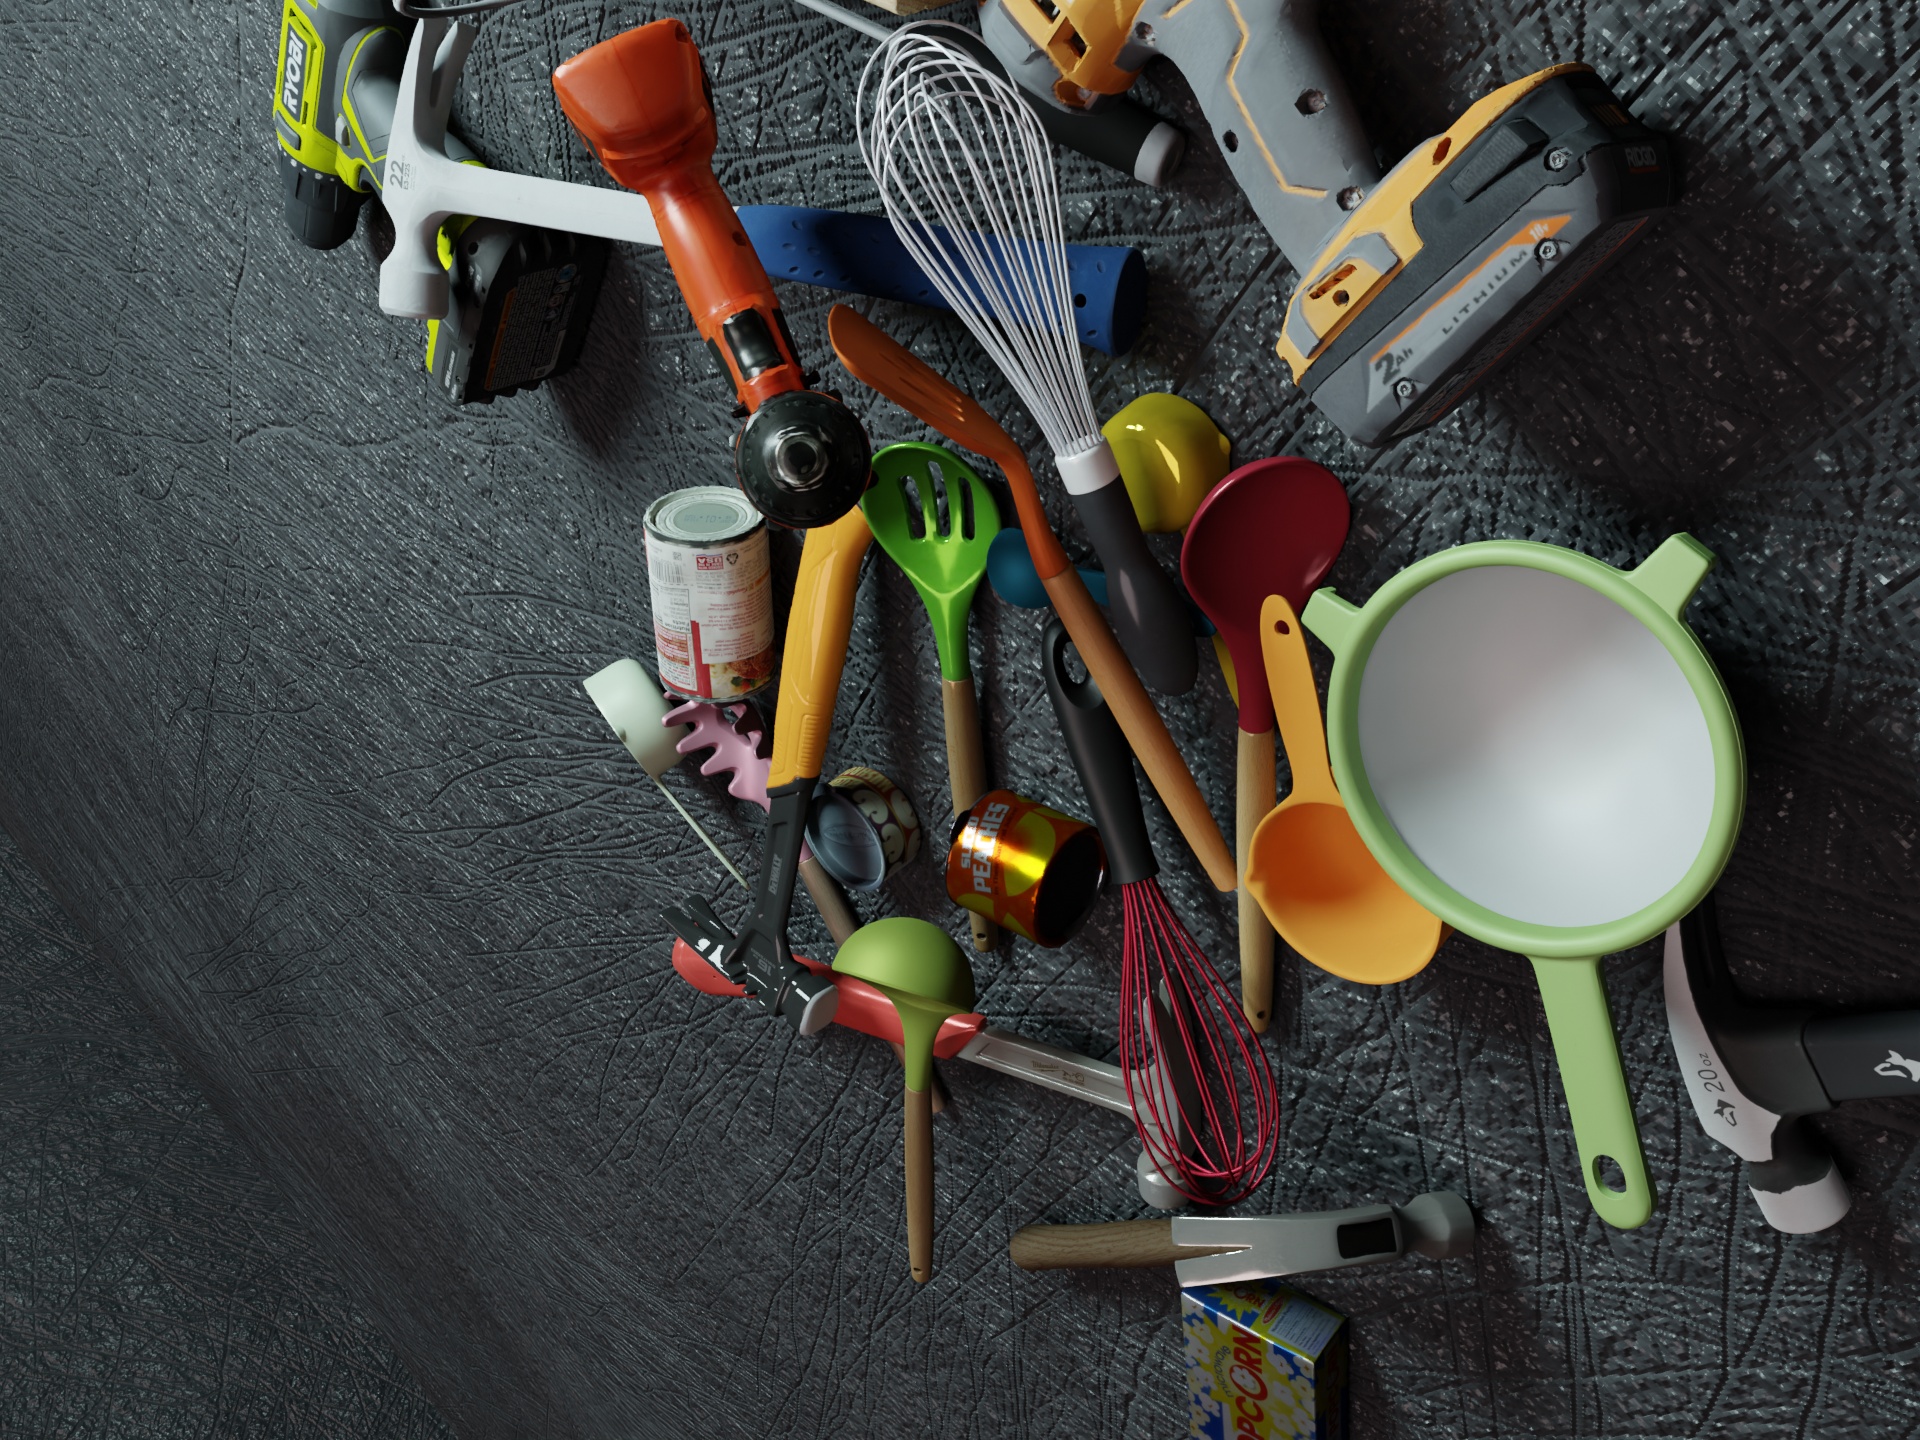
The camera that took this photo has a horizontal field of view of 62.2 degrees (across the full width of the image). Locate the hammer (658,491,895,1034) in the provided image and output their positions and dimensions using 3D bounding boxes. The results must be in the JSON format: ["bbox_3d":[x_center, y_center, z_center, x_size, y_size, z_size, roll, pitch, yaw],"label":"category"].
[{"bbox_3d":[-0.093,0.010,0.869,0.127,0.034,0.336,32,123,29],"label":"hammer"}]

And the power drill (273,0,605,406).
[{"bbox_3d":[-0.311,-0.291,0.903,0.228,0.080,0.190,50,139,12],"label":"power drill"}]

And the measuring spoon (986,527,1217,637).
[{"bbox_3d":[0.057,-0.053,0.706,0.129,0.021,0.042,23,147,40],"label":"measuring spoon"}]

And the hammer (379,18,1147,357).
[{"bbox_3d":[-0.108,-0.226,0.715,0.406,0.035,0.144,17,108,25],"label":"hammer"}]

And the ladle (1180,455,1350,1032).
[{"bbox_3d":[0.131,0.023,0.696,0.031,0.069,0.315,-107,9,-55],"label":"ladle"}]

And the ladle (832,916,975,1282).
[{"bbox_3d":[-0.029,0.233,0.909,0.078,0.062,0.319,14,129,18],"label":"ladle"}]

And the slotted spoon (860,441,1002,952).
[{"bbox_3d":[-0.001,-0.003,0.820,0.070,0.031,0.313,6,124,19],"label":"slotted spoon"}]

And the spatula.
[{"bbox_3d":[0.043,-0.042,0.684,0.041,0.081,0.322,-27,116,11],"label":"spatula"}]

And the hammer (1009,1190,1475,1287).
[{"bbox_3d":[0.112,0.280,0.853,0.331,0.130,0.031,-35,56,59],"label":"hammer"}]

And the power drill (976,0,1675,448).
[{"bbox_3d":[0.123,-0.225,0.504,0.226,0.084,0.185,53,133,11],"label":"power drill"}]

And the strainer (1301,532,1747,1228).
[{"bbox_3d":[0.227,0.054,0.578,0.151,0.069,0.256,-6,102,48],"label":"strainer"}]

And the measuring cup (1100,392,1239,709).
[{"bbox_3d":[0.099,-0.061,0.676,0.062,0.029,0.156,-5,113,47],"label":"measuring cup"}]

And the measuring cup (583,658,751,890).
[{"bbox_3d":[-0.172,0.032,1.000,0.167,0.038,0.083,53,173,-7],"label":"measuring cup"}]

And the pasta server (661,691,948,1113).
[{"bbox_3d":[-0.088,0.112,0.979,0.060,0.040,0.316,-17,105,44],"label":"pasta server"}]

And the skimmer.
[{"bbox_3d":[-0.079,-0.276,0.666,0.363,0.127,0.090,30,127,15],"label":"skimmer"}]

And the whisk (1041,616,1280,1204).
[{"bbox_3d":[0.090,0.092,0.757,0.073,0.073,0.296,-11,98,48],"label":"whisk"}]

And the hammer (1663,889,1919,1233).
[{"bbox_3d":[0.383,0.092,0.488,0.335,0.035,0.146,-20,101,50],"label":"hammer"}]

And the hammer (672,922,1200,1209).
[{"bbox_3d":[-0.028,0.169,0.929,0.359,0.037,0.149,12,125,32],"label":"hammer"}]

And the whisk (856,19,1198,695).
[{"bbox_3d":[0.038,-0.129,0.619,0.070,0.070,0.284,1,126,45],"label":"whisk"}]

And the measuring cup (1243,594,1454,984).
[{"bbox_3d":[0.160,0.022,0.655,0.095,0.052,0.173,1,114,45],"label":"measuring cup"}]
